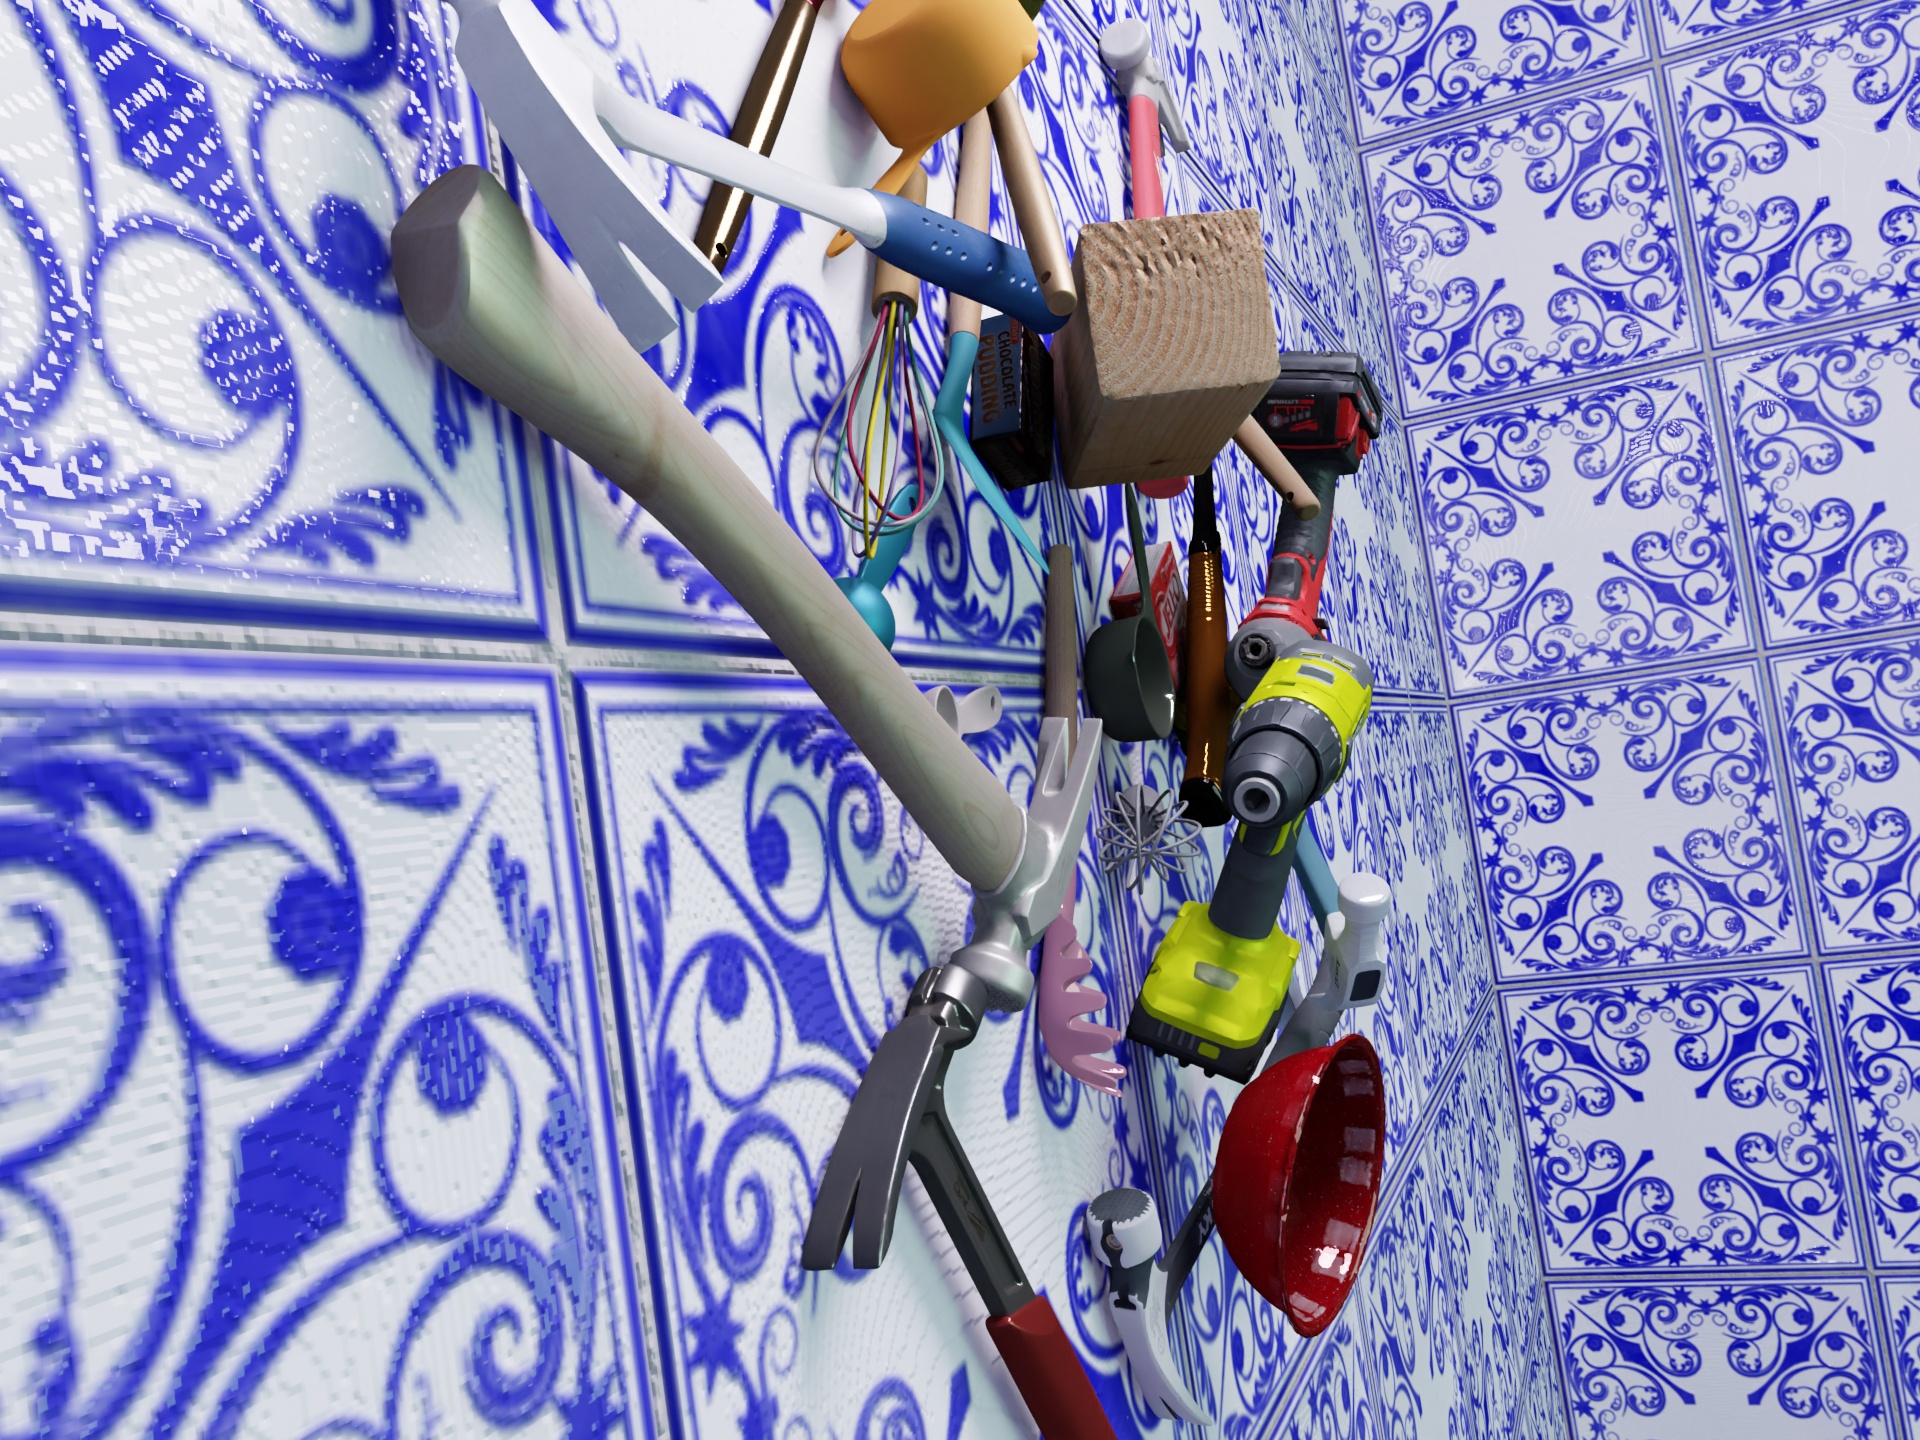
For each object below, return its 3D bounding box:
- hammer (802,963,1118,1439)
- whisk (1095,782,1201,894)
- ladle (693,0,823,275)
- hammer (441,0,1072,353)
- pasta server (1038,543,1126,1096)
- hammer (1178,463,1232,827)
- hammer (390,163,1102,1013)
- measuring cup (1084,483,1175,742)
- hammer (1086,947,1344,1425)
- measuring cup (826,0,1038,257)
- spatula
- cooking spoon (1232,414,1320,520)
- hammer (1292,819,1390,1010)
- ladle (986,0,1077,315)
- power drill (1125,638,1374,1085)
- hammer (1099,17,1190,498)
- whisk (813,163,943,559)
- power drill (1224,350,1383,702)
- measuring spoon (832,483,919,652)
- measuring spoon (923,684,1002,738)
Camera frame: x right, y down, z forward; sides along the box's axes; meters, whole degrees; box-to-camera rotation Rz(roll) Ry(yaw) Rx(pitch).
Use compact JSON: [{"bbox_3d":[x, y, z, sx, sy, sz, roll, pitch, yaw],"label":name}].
[{"bbox_3d":[0.034,0.284,0.681,0.149,0.037,0.358,-66,140,-53],"label":"hammer"},{"bbox_3d":[0.098,0.053,0.863,0.239,0.055,0.055,-26,106,-84],"label":"whisk"},{"bbox_3d":[-0.072,-0.286,0.675,0.069,0.031,0.316,41,45,-35],"label":"ladle"},{"bbox_3d":[-0.040,-0.190,0.614,0.144,0.035,0.405,62,24,7],"label":"hammer"},{"bbox_3d":[0.061,0.041,0.843,0.060,0.040,0.316,65,23,-60],"label":"pasta server"},{"bbox_3d":[0.163,-0.092,1.051,0.127,0.034,0.337,41,47,-60],"label":"hammer"},{"bbox_3d":[-0.050,-0.041,0.587,0.410,0.038,0.146,51,49,-46],"label":"hammer"},{"bbox_3d":[0.098,-0.066,0.975,0.083,0.038,0.168,31,51,-61],"label":"measuring cup"},{"bbox_3d":[0.184,0.248,0.972,0.409,0.036,0.149,-36,117,-55],"label":"hammer"},{"bbox_3d":[-0.031,-0.285,0.726,0.052,0.095,0.174,49,56,-34],"label":"measuring cup"},{"bbox_3d":[0.013,-0.218,0.827,0.082,0.044,0.318,44,41,-49],"label":"spatula"},{"bbox_3d":[0.149,-0.217,0.994,0.017,0.068,0.319,7,37,-27],"label":"cooking spoon"},{"bbox_3d":[0.222,0.066,1.079,0.331,0.033,0.128,-101,-175,-56],"label":"hammer"},{"bbox_3d":[0.031,-0.286,0.774,0.062,0.078,0.321,27,36,-34],"label":"ladle"},{"bbox_3d":[0.161,0.081,0.881,0.190,0.080,0.228,-41,147,-61],"label":"power drill"},{"bbox_3d":[0.150,-0.335,1.204,0.143,0.038,0.387,42,44,-58],"label":"hammer"},{"bbox_3d":[-0.030,-0.172,0.710,0.047,0.051,0.245,46,37,-45],"label":"whisk"},{"bbox_3d":[0.209,-0.113,1.002,0.143,0.078,0.220,14,82,-66],"label":"power drill"},{"bbox_3d":[-0.028,-0.068,0.692,0.129,0.021,0.042,-70,143,-47],"label":"measuring spoon"},{"bbox_3d":[-0.001,-0.002,0.749,0.124,0.018,0.034,-21,105,-74],"label":"measuring spoon"}]
